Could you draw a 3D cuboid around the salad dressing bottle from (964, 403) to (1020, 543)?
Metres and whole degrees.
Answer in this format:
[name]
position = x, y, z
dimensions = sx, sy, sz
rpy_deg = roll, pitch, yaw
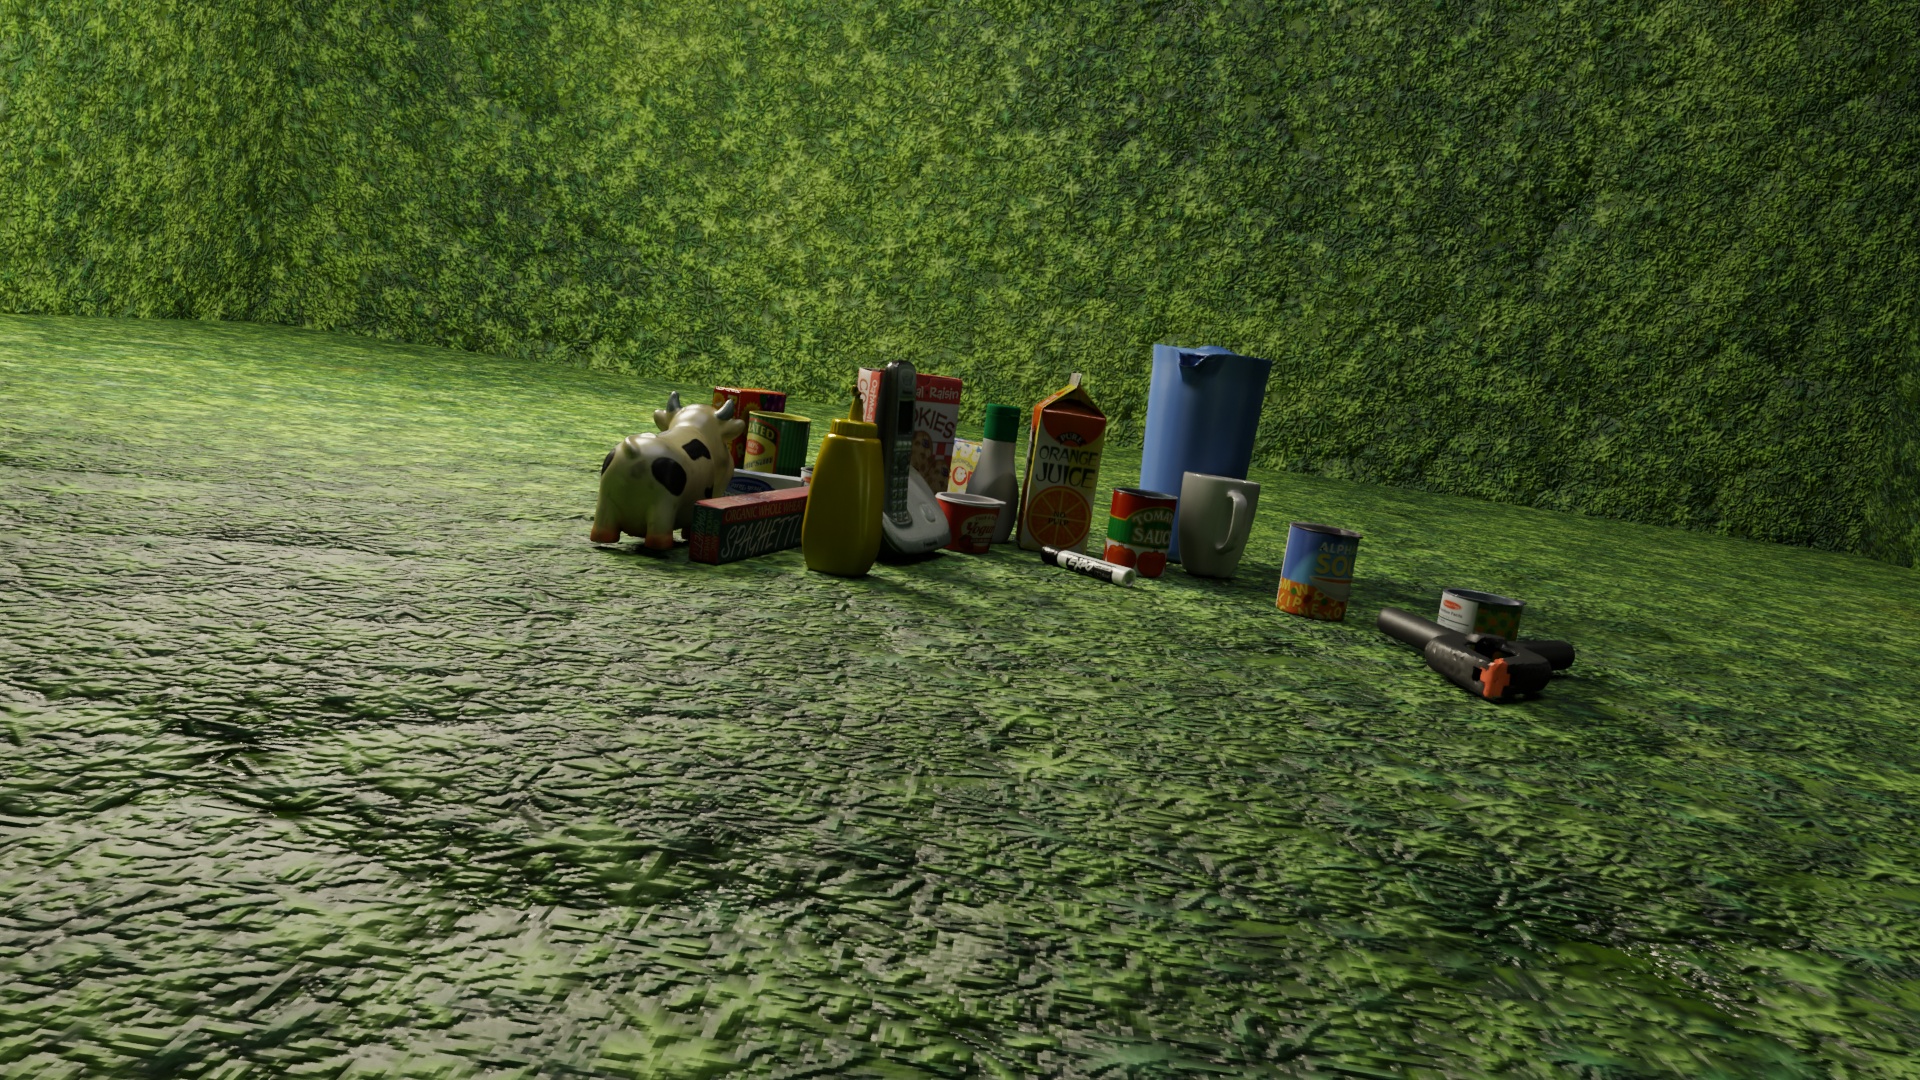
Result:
[salad dressing bottle]
position = 0.037, -0.072, 1.493
dimensions = 0.064, 0.147, 0.044
rpy_deg = 2, 10, -41

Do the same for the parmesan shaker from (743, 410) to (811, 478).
[parmesan shaker]
position = -0.197, -0.083, 1.485
dimensions = 0.071, 0.103, 0.071
rpy_deg = 8, 8, -1

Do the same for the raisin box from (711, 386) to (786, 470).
[raisin box]
position = -0.238, -0.105, 1.528
dimensions = 0.040, 0.123, 0.086
rpy_deg = 13, 9, 29

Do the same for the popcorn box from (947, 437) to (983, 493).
[popcorn box]
position = -0.004, -0.085, 1.758
dimensions = 0.127, 0.085, 0.038
rpy_deg = 14, 10, 37

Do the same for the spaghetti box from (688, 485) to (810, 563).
[spaghetti box]
position = -0.170, -0.017, 1.248
dimensions = 0.029, 0.050, 0.250
rpy_deg = 11, 9, 17

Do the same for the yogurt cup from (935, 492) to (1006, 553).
[yogurt cup]
position = 0.005, -0.018, 1.413
dimensions = 0.072, 0.054, 0.072
rpy_deg = 8, 8, -1

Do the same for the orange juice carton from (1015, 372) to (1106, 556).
[orange juice carton]
position = 0.110, -0.085, 1.491
dimensions = 0.073, 0.192, 0.072
rpy_deg = 8, 8, -4

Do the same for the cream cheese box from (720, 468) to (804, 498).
[cream cheese box]
position = -0.208, -0.041, 1.365
dimensions = 0.104, 0.053, 0.024
rpy_deg = 8, 8, -2

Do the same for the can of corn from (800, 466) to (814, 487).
[can of corn]
position = -0.132, -0.042, 1.425
dimensions = 0.071, 0.058, 0.071
rpy_deg = 8, 8, -1

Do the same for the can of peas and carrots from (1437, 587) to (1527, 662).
[can of peas and carrots]
position = 0.446, 0.076, 1.192
dimensions = 0.071, 0.058, 0.071
rpy_deg = 8, 8, -1

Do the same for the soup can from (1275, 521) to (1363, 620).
[soup can]
position = 0.342, 0.029, 1.321
dimensions = 0.071, 0.083, 0.071
rpy_deg = 8, 8, -1

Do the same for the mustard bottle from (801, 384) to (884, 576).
[mustard bottle]
position = -0.094, -0.052, 1.176
dimensions = 0.065, 0.160, 0.049
rpy_deg = 11, 8, 18

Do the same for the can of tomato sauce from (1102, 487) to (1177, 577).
[can of tomato sauce]
position = 0.185, -0.008, 1.425
dimensions = 0.071, 0.083, 0.071
rpy_deg = 8, 8, -1

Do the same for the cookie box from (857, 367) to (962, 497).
[cookie box]
position = -0.063, -0.101, 1.520
dimensions = 0.123, 0.167, 0.040
rpy_deg = 1, 11, -45
